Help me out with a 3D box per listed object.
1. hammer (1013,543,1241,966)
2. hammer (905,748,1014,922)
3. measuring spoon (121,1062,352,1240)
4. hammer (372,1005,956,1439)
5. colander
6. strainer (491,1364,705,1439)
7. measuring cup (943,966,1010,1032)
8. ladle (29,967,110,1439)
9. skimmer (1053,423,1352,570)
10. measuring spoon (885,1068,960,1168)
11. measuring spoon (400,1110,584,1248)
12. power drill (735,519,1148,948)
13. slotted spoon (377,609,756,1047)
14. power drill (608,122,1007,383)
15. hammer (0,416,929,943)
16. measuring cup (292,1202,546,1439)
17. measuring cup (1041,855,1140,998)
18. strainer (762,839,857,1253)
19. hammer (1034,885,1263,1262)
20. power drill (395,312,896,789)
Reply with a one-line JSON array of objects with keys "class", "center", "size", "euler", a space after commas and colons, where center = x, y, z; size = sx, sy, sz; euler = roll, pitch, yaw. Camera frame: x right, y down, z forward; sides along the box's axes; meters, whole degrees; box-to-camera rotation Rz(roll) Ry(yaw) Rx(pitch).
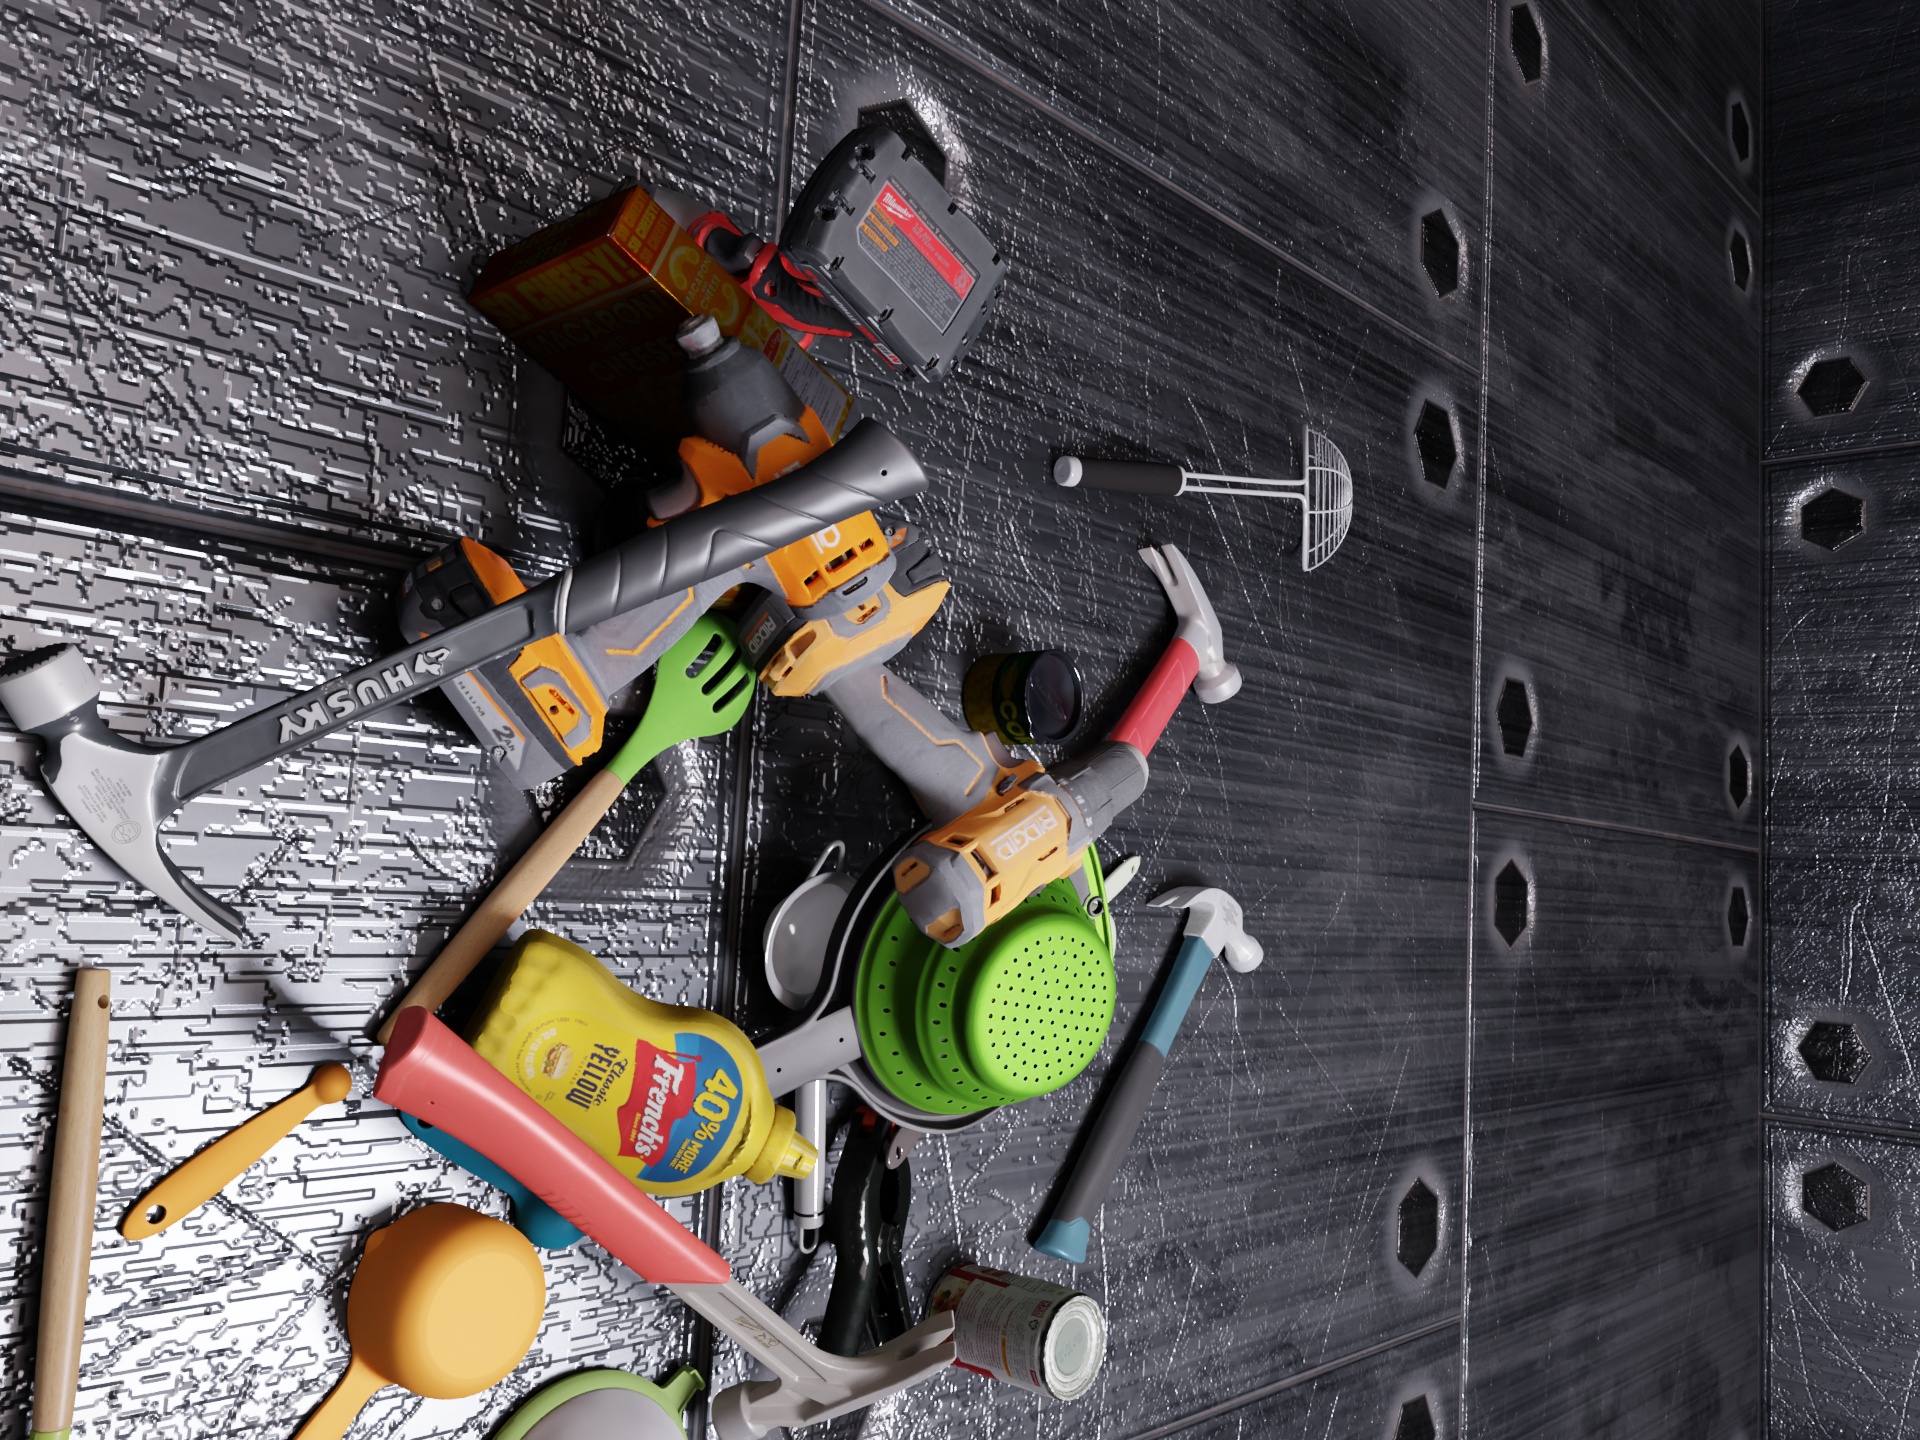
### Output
[{"class": "hammer", "center": [0.104, 0.027, 1.164], "size": [0.386, 0.038, 0.143], "euler": [-53, 124, -41]}, {"class": "hammer", "center": [-0.055, -0.018, 1.019], "size": [0.130, 0.031, 0.331], "euler": [-52, 124, -35]}, {"class": "measuring spoon", "center": [-0.327, 0.197, 0.727], "size": [0.117, 0.011, 0.021], "euler": [-39, 116, -42]}, {"class": "hammer", "center": [-0.150, 0.255, 0.795], "size": [0.358, 0.149, 0.037], "euler": [54, 16, -33]}, {"class": "colander", "center": [-0.040, 0.185, 0.917], "size": [0.397, 0.094, 0.204], "euler": [-21, 109, -31]}, {"class": "strainer", "center": [-0.218, 0.412, 0.793], "size": [0.256, 0.069, 0.151], "euler": [21, 73, -47]}, {"class": "measuring cup", "center": [0.028, 0.157, 1.115], "size": [0.062, 0.029, 0.157], "euler": [63, 36, -28]}, {"class": "ladle", "center": [-0.362, 0.264, 0.655], "size": [0.078, 0.062, 0.320], "euler": [28, 62, -72]}, {"class": "skimmer", "center": [0.201, -0.190, 1.310], "size": [0.363, 0.090, 0.127], "euler": [-2, 93, -37]}, {"class": "measuring spoon", "center": [-0.020, 0.257, 1.023], "size": [0.124, 0.018, 0.034], "euler": [-33, 117, -68]}, {"class": "measuring spoon", "center": [-0.235, 0.233, 0.810], "size": [0.042, 0.021, 0.128], "euler": [-45, 121, -5]}, {"class": "power drill", "center": [-0.001, -0.003, 0.929], "size": [0.185, 0.084, 0.226], "euler": [-30, 82, -38]}, {"class": "slotted spoon", "center": [-0.202, 0.052, 0.860], "size": [0.070, 0.031, 0.314], "euler": [55, 53, -28]}, {"class": "power drill", "center": [-0.093, -0.244, 0.851], "size": [0.143, 0.220, 0.078], "euler": [40, 73, -37]}, {"class": "hammer", "center": [-0.198, -0.041, 0.730], "size": [0.409, 0.036, 0.149], "euler": [-26, 114, -14]}, {"class": "measuring cup", "center": [-0.268, 0.313, 0.755], "size": [0.174, 0.052, 0.095], "euler": [-54, 126, -37]}, {"class": "measuring cup", "center": [0.108, 0.147, 1.175], "size": [0.167, 0.038, 0.083], "euler": [-38, 133, -48]}, {"class": "strainer", "center": [-0.093, 0.198, 0.963], "size": [0.086, 0.050, 0.258], "euler": [-4, 97, -49]}, {"class": "hammer", "center": [0.142, 0.266, 1.221], "size": [0.128, 0.033, 0.331], "euler": [54, 52, -32]}, {"class": "power drill", "center": [-0.162, -0.087, 0.794], "size": [0.226, 0.084, 0.164], "euler": [-33, 116, -8]}]
